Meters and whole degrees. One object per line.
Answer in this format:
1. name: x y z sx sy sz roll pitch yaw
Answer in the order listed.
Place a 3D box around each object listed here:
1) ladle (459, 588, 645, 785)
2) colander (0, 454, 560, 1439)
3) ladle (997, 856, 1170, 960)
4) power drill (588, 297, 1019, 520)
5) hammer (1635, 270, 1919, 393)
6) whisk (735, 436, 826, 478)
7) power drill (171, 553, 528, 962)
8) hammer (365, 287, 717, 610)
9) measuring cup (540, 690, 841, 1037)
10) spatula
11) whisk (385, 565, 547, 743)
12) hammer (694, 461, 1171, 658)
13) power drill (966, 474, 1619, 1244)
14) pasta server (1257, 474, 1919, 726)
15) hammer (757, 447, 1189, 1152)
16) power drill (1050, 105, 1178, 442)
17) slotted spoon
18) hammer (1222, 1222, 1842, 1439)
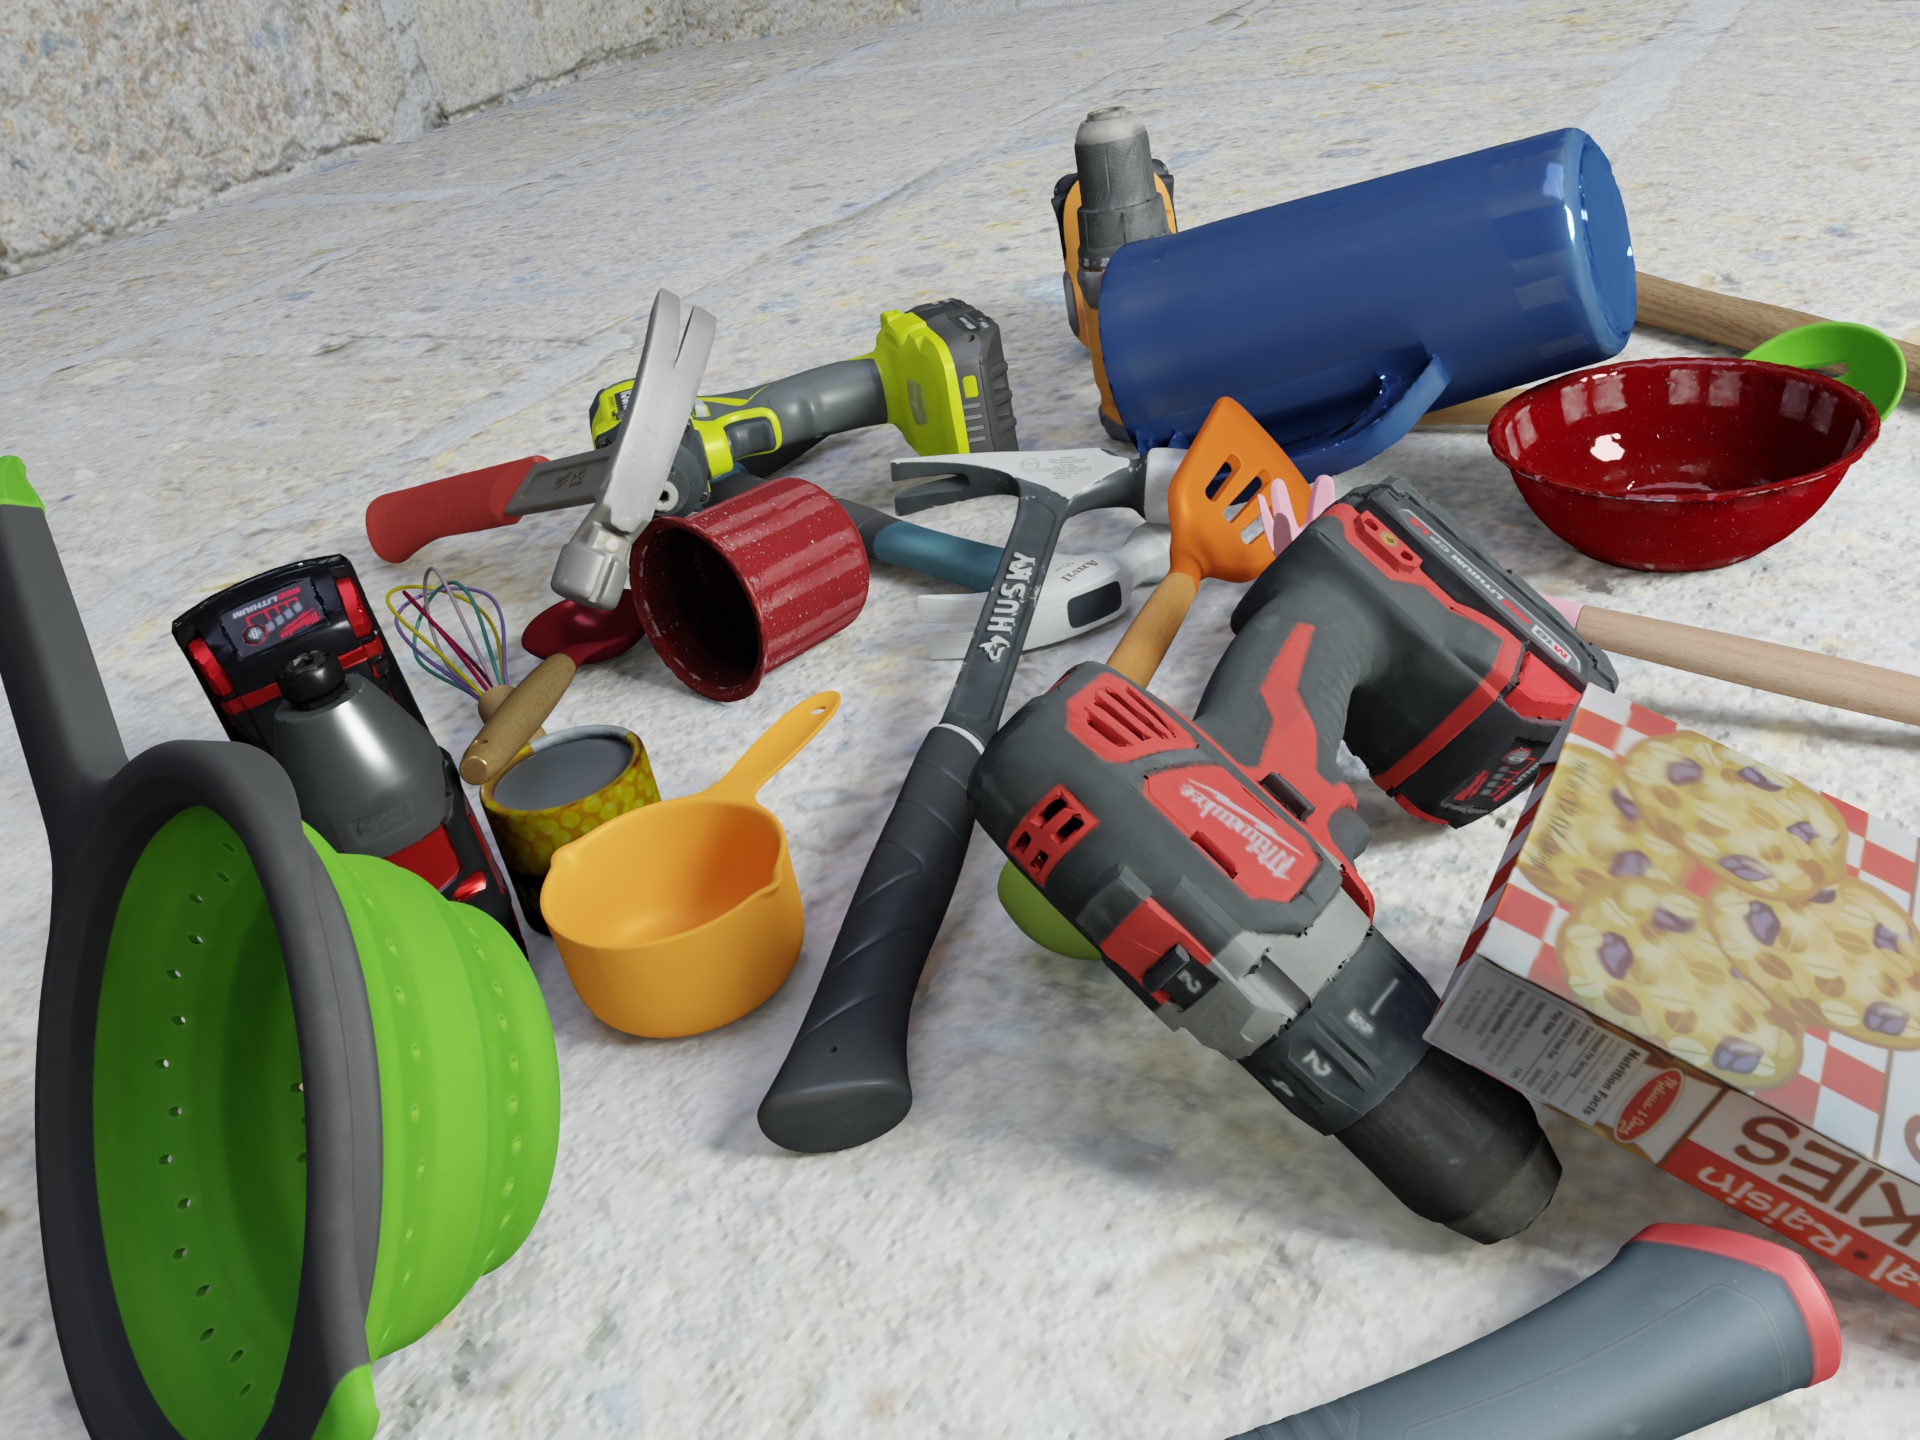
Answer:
1. ladle: -0.179 -0.019 0.698 0.069 0.031 0.315 -12 14 -2
2. colander: -0.220 0.052 0.490 0.094 0.204 0.397 3 41 -46
3. ladle: 0.096 -0.010 0.636 0.062 0.078 0.320 37 36 0
4. power drill: -0.089 -0.163 0.873 0.223 0.080 0.171 -15 26 -9
5. hammer: 0.470 -0.201 0.852 0.130 0.031 0.332 -20 31 -14
6. whisk: -0.073 -0.211 1.042 0.055 0.055 0.239 20 47 42
7. power drill: -0.241 0.014 0.624 0.078 0.143 0.220 -27 31 -20
8. hammer: -0.246 -0.130 0.857 0.359 0.036 0.149 4 74 53
9. measuring cup: -0.083 0.050 0.599 0.095 0.052 0.174 4 32 25
10. spatula: 0.087 -0.049 0.627 0.041 0.081 0.323 -37 8 31
11. whisk: -0.233 -0.016 0.770 0.051 0.047 0.245 -48 41 0
12. hammer: -0.044 -0.100 0.856 0.128 0.033 0.331 -32 35 -32
13. power drill: 0.126 0.031 0.488 0.188 0.080 0.227 44 43 9
14. pasta server: 0.262 -0.037 0.598 0.316 0.040 0.060 17 32 25
15. hammer: -0.001 -0.002 0.634 0.149 0.036 0.409 5 39 13
16. power drill: 0.101 -0.292 0.985 0.084 0.185 0.226 -9 27 8
17. slotted spoon: 0.321 -0.169 0.844 0.314 0.070 0.031 5 -9 33
18. hammer: 0.016 0.197 0.329 0.386 0.038 0.143 -16 32 -8
